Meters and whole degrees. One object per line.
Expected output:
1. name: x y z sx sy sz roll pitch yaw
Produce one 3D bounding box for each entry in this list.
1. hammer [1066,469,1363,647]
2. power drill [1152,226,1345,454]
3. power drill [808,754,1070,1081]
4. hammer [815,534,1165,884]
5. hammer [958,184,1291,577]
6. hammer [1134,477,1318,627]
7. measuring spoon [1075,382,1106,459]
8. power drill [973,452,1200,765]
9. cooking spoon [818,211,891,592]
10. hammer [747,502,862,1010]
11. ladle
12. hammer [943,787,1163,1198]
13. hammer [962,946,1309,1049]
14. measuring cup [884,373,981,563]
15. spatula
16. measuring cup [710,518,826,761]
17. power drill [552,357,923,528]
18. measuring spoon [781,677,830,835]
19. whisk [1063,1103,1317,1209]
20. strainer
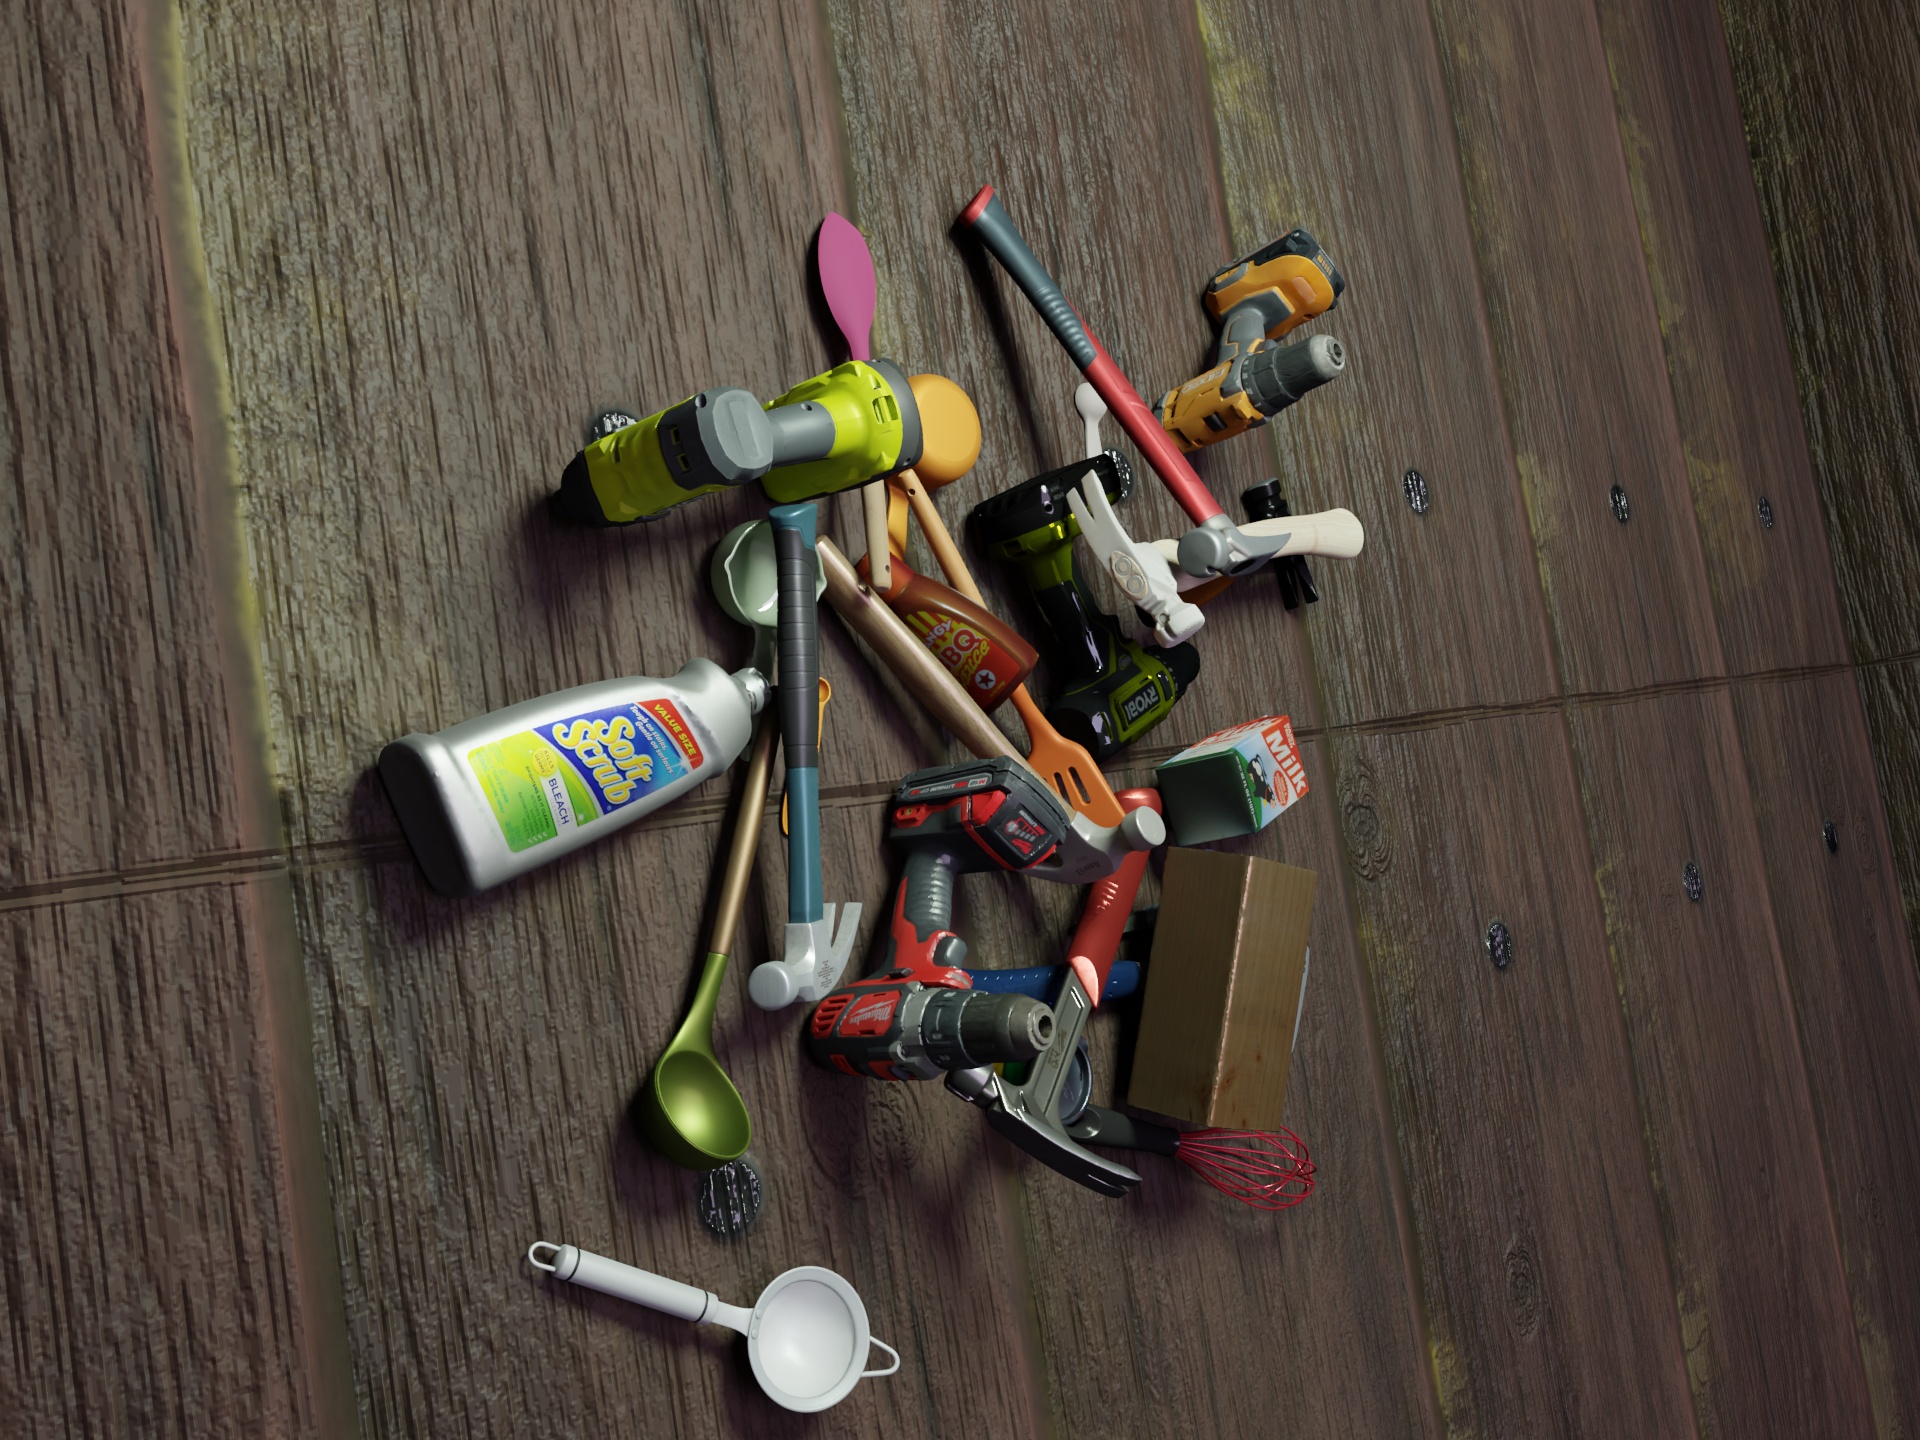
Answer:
1. hammer: 0.239 -0.156 1.351 0.410 0.038 0.146 -17 70 -52
2. power drill: 0.282 -0.350 1.445 0.084 0.185 0.226 44 52 -25
3. power drill: 0.004 0.138 1.081 0.080 0.188 0.227 45 50 -34
4. hammer: -0.002 -0.004 1.169 0.331 0.130 0.031 47 41 -11
5. hammer: 0.124 -0.277 1.284 0.143 0.038 0.386 -15 67 -53
6. hammer: 0.234 -0.127 1.400 0.337 0.034 0.127 -30 101 -56
7. measuring spoon: 0.121 -0.235 1.382 0.034 0.018 0.124 1 81 -43
8. power drill: 0.114 -0.095 1.307 0.190 0.080 0.228 -33 105 -46
9. cooking spoon: -0.071 -0.240 1.173 0.068 0.017 0.319 22 56 -51
10. hammer: -0.106 0.018 1.052 0.128 0.033 0.331 10 78 -73
11. ladle: -0.142 0.126 1.025 0.078 0.062 0.320 31 63 -45
12. hammer: 0.107 0.179 1.200 0.149 0.036 0.359 34 42 -5
13. hammer: 0.148 0.214 1.287 0.405 0.035 0.144 2 90 -40
14. measuring cup: -0.030 -0.182 1.208 0.095 0.052 0.174 21 67 -38
15. spatula: 0.029 -0.044 1.215 0.322 0.081 0.041 62 20 -18
16. measuring cup: -0.143 -0.057 1.097 0.083 0.038 0.167 8 92 -40
17. power drill: -0.144 -0.175 1.038 0.223 0.171 0.080 -24 99 -51
18. measuring spoon: -0.111 0.025 1.120 0.021 0.011 0.117 23 70 -36
19. whisk: 0.184 0.346 1.288 0.295 0.073 0.073 21 67 -31
20. strainer: -0.153 0.365 0.985 0.258 0.050 0.087 30 55 -28
